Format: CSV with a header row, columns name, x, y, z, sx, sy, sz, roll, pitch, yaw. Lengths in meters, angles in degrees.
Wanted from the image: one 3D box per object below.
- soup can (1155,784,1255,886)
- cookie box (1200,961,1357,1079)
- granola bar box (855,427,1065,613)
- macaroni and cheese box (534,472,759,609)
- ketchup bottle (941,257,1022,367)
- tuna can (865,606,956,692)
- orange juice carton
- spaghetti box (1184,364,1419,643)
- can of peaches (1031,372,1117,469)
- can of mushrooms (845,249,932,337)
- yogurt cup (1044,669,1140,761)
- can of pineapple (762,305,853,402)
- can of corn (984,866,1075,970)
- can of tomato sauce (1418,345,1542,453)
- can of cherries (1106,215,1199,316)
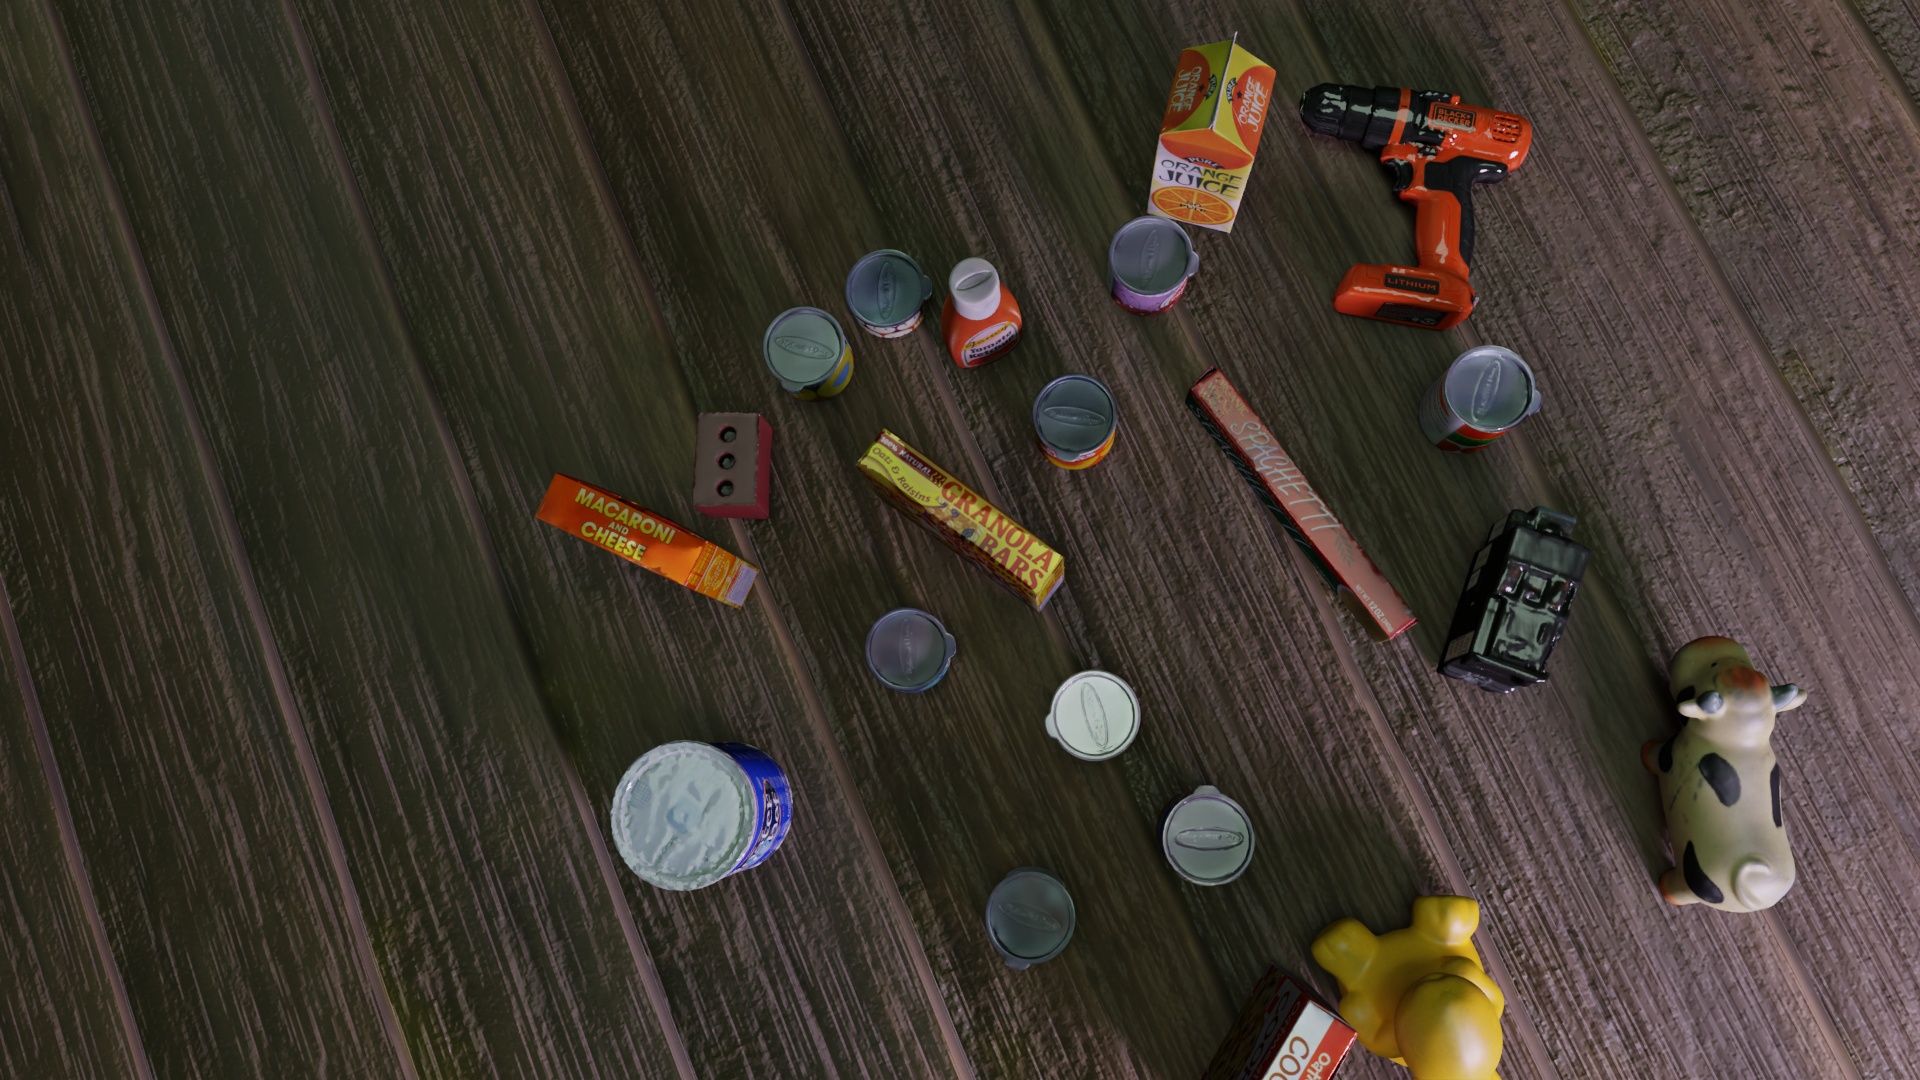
name,x,y,z,sx,sy,sz,roll,pitch,yaw
soup can,0.180,0.216,1.029,0.071,0.083,0.071,-1,81,4
cookie box,0.212,0.366,0.960,0.040,0.167,0.123,32,85,8
granola bar box,0.004,-0.013,1.058,0.166,0.124,0.039,36,85,9
macaroni and cheese box,-0.231,0.002,1.051,0.124,0.166,0.040,24,84,7
ketchup bottle,0.014,-0.177,1.072,0.065,0.148,0.043,-26,80,0
tuna can,-0.038,0.086,1.091,0.071,0.033,0.071,-1,81,4
orange juice carton,0.191,-0.309,1.059,0.073,0.192,0.072,15,83,6
spaghetti box,0.261,-0.028,1.080,0.029,0.050,0.250,-36,80,-2
can of peaches,0.090,-0.091,1.099,0.071,0.058,0.071,-1,81,4
can of mushrooms,-0.057,-0.202,1.140,0.071,0.033,0.071,-1,81,4
yogurt cup,0.102,0.134,1.063,0.072,0.054,0.072,-1,81,4
can of pineapple,-0.123,-0.148,1.123,0.071,0.058,0.071,-1,81,4
can of corn,0.052,0.282,1.040,0.071,0.058,0.071,-1,81,4
can of tomato sauce,0.397,-0.106,1.067,0.071,0.083,0.071,-1,81,4
can of cherries,0.153,-0.218,1.115,0.071,0.058,0.071,-1,81,4
